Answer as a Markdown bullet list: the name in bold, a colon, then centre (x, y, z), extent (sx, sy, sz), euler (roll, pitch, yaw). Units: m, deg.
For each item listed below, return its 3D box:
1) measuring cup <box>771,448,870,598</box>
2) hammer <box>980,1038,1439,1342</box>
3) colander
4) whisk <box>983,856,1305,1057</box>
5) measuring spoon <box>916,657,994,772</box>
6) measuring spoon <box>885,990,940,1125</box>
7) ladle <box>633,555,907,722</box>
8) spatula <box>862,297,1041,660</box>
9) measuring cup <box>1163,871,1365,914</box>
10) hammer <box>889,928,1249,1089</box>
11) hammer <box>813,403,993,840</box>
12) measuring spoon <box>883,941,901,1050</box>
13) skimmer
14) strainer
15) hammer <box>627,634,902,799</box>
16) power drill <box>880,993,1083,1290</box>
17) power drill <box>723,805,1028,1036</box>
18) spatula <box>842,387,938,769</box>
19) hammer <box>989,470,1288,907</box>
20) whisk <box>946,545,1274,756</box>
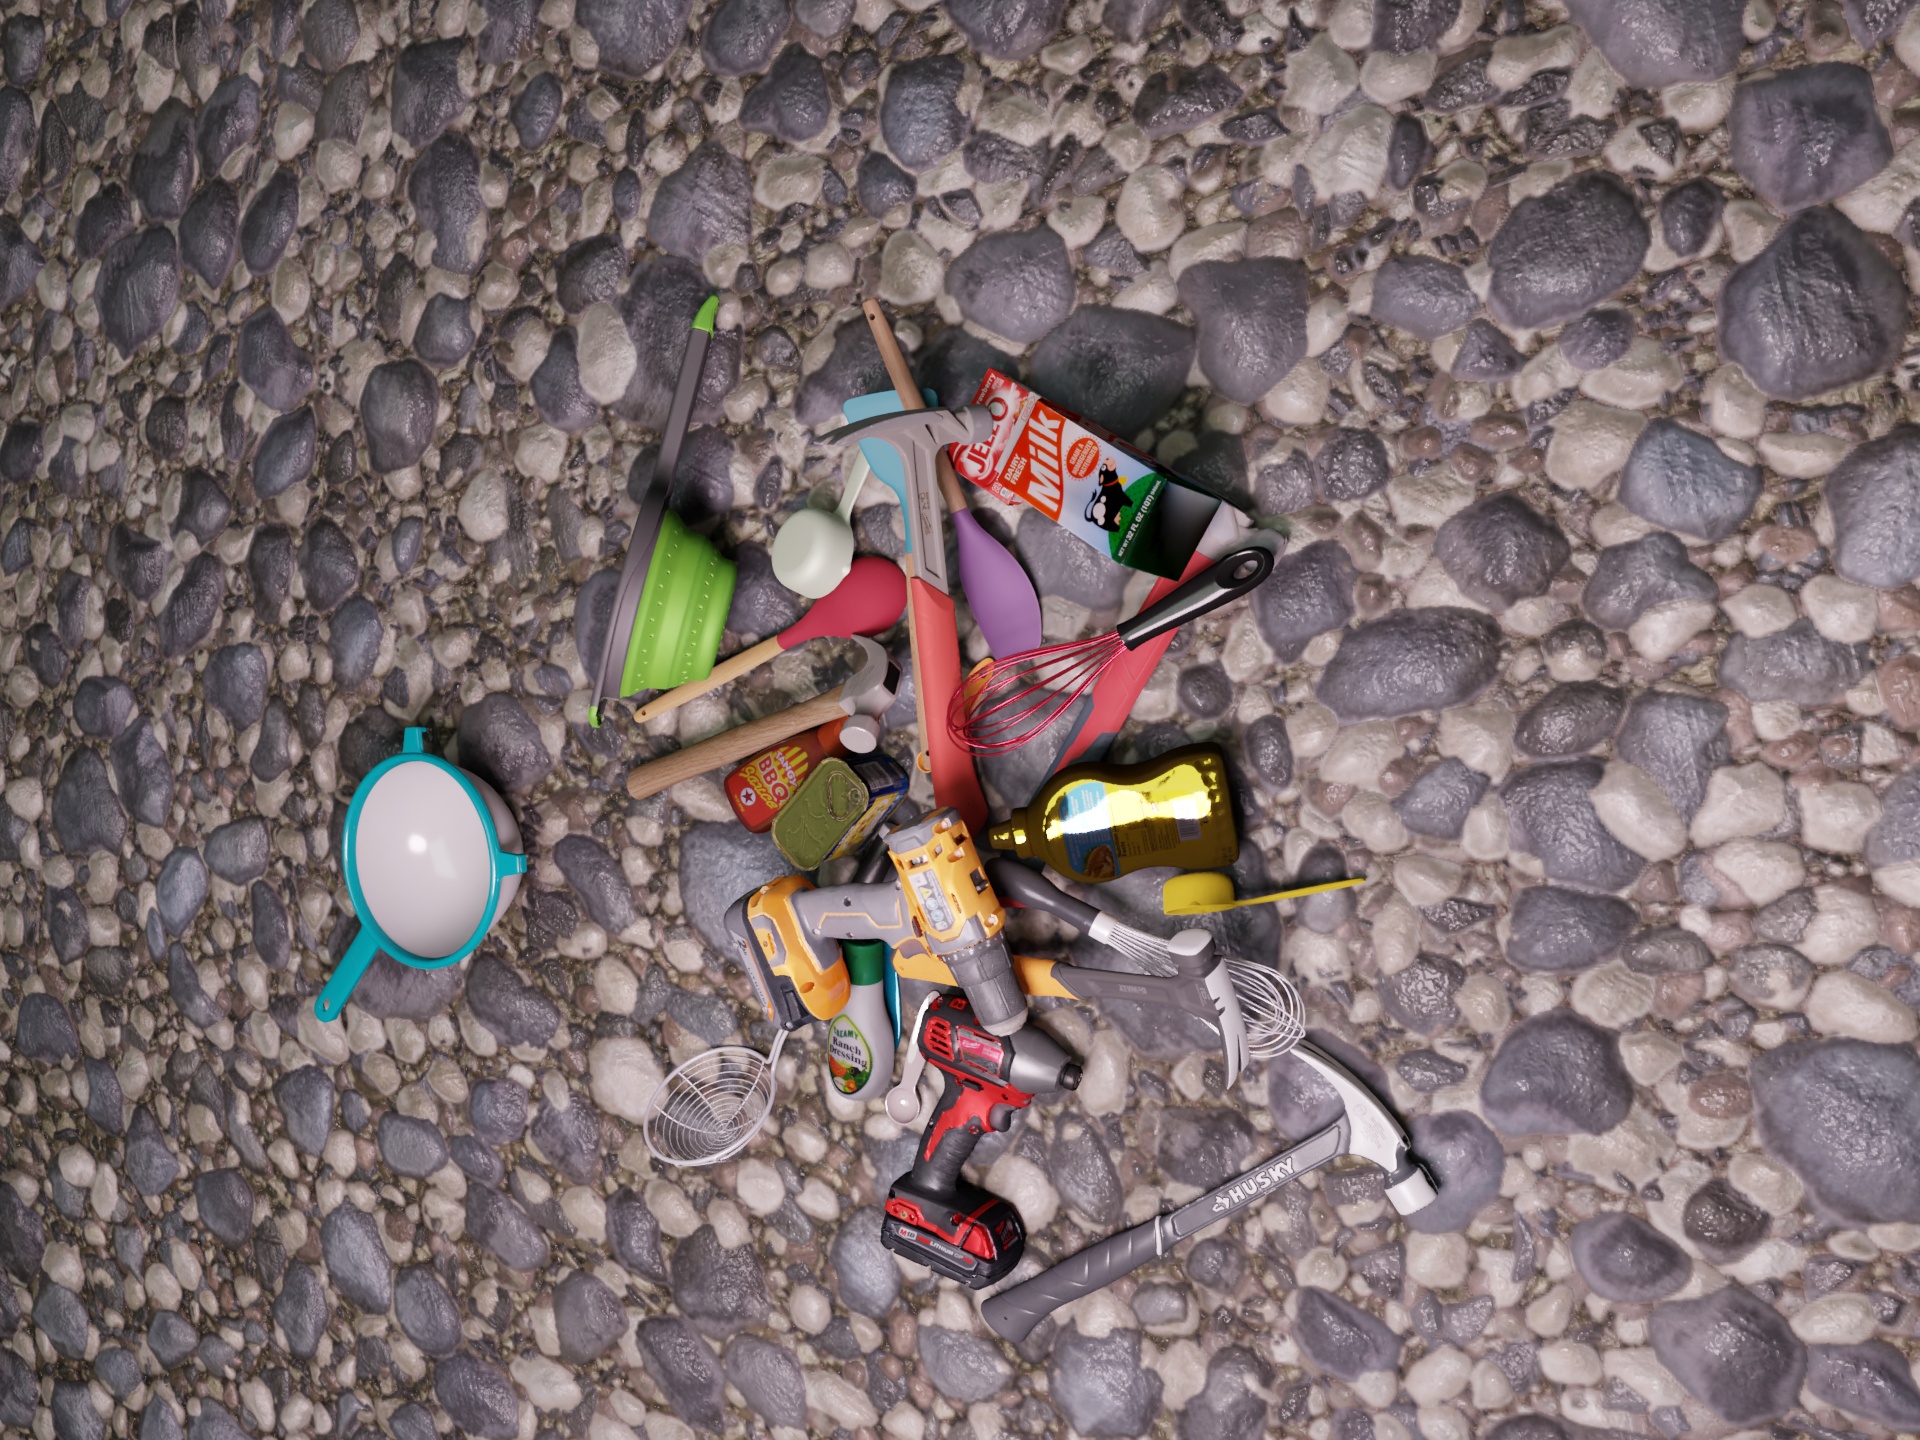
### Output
- **measuring cup**: centre (-0.113, -0.187, 1.367), extent (0.083, 0.038, 0.167), euler (33, 102, 46)
- **hammer**: centre (0.174, 0.405, 1.290), extent (0.409, 0.036, 0.149), euler (-37, 77, 25)
- **colander**: centre (-0.234, -0.177, 1.407), extent (0.094, 0.204, 0.397), euler (14, 85, -9)
- **whisk**: centre (0.142, 0.178, 1.255), extent (0.285, 0.070, 0.070), euler (27, 106, 16)
- **measuring spoon**: centre (-0.002, -0.004, 1.357), extent (0.021, 0.011, 0.117), euler (39, 107, 23)
- **measuring spoon**: centre (-0.035, 0.296, 1.399), extent (0.034, 0.018, 0.124), euler (19, 96, 26)
- **ladle**: centre (-0.180, -0.062, 1.431), extent (0.315, 0.031, 0.069), euler (-25, 85, 28)
- **spatula**: centre (-0.009, -0.197, 1.306), extent (0.060, 0.018, 0.316), euler (-20, 98, 28)
- **measuring cup**: centre (0.233, 0.126, 1.233), extent (0.156, 0.062, 0.029), euler (-11, 75, 16)
- **hammer**: centre (0.074, 0.212, 1.277), extent (0.337, 0.034, 0.127), euler (0, 119, 42)
- **hammer**: centre (-0.027, -0.068, 1.281), extent (0.037, 0.149, 0.359), euler (20, 121, 53)
- **measuring spoon**: centre (-0.067, 0.231, 1.401), extent (0.042, 0.021, 0.128), euler (-1, 94, 26)
- **skimmer**: centre (-0.165, 0.240, 1.413), extent (0.363, 0.090, 0.127), euler (-61, 35, 15)
- **strainer**: centre (-0.539, 0.179, 1.594), extent (0.211, 0.095, 0.340), euler (47, 114, 18)
- **hammer**: centre (-0.179, 0.011, 1.402), extent (0.331, 0.130, 0.031), euler (-20, 127, 37)
- **power drill**: centre (0.018, 0.353, 1.343), extent (0.143, 0.078, 0.219), euler (16, 99, 24)
- **power drill**: centre (-0.061, 0.186, 1.285), extent (0.226, 0.084, 0.185), euler (-22, 95, 29)
- **spatula**: centre (-0.041, -0.116, 1.341), extent (0.082, 0.044, 0.317), euler (-5, 91, 14)
- **hammer**: centre (0.105, -0.016, 1.285), extent (0.143, 0.038, 0.386), euler (36, 109, 21)
- **whisk**: centre (0.110, -0.055, 1.229), extent (0.296, 0.073, 0.073), euler (-29, 82, 21)
